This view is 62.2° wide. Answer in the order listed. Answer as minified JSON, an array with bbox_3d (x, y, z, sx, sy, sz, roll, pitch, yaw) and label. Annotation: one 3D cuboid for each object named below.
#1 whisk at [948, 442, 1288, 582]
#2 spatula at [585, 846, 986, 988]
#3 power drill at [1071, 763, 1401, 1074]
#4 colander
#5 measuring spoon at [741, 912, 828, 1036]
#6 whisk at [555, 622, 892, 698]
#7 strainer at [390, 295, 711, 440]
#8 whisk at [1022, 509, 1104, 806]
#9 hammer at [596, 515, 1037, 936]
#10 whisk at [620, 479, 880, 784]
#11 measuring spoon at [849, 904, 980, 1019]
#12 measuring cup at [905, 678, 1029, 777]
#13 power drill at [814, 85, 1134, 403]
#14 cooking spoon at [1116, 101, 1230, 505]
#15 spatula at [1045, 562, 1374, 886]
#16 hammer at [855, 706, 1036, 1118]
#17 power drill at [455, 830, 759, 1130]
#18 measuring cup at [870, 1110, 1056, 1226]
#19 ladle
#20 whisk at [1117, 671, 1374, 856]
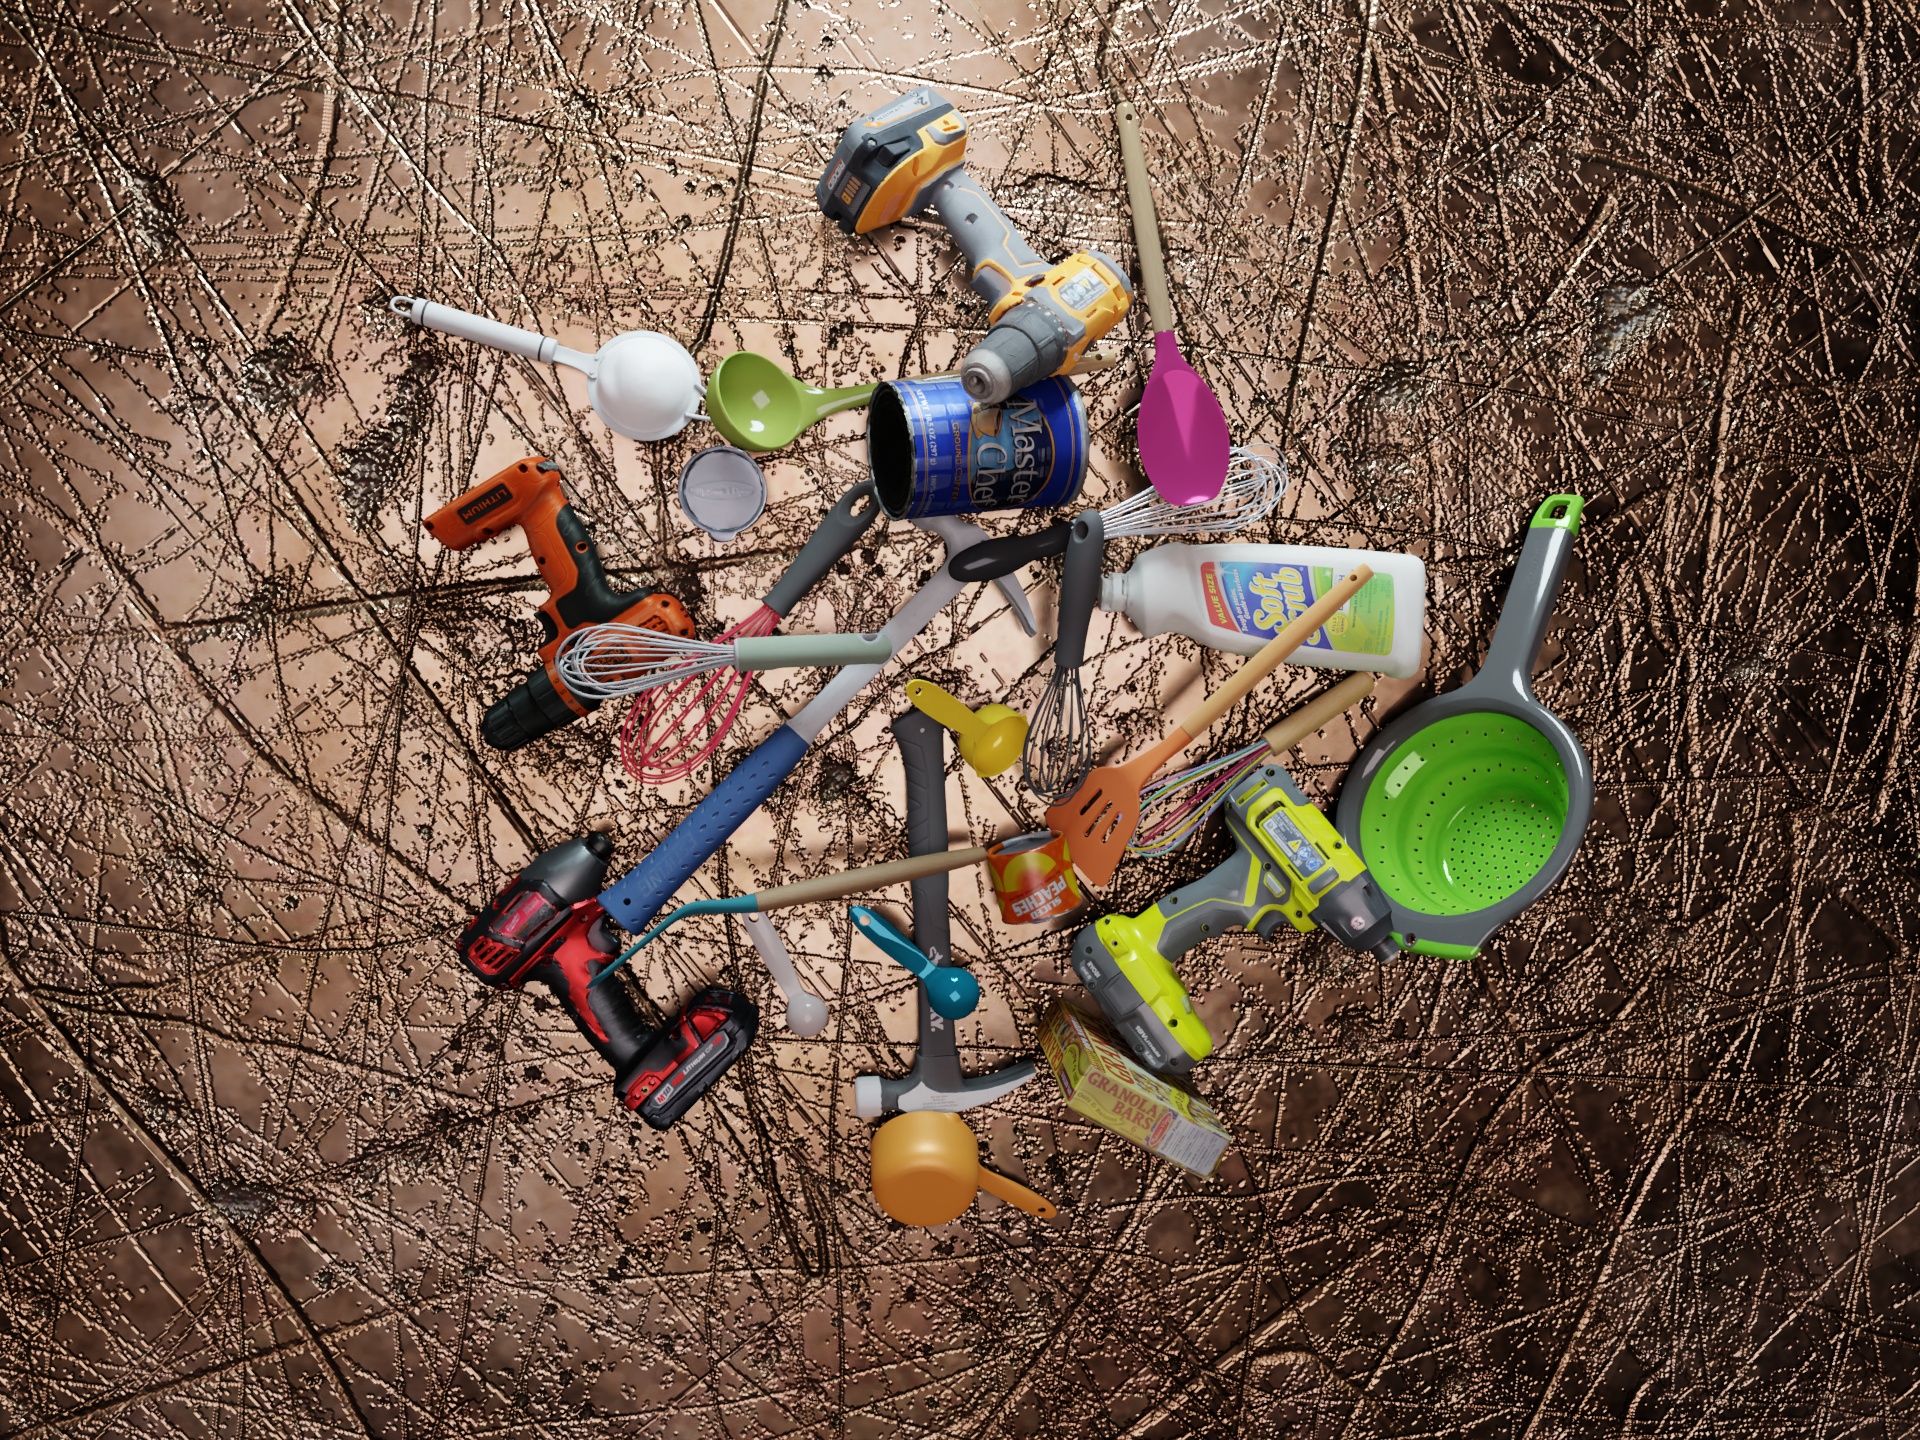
[{"bbox_3d":[0.124,-0.153,1.224,0.284,0.070,0.070,-18,98,-11],"label":"whisk"},{"bbox_3d":[-0.127,0.143,1.199,0.317,0.082,0.044,-11,79,-17],"label":"spatula"},{"bbox_3d":[0.213,0.166,1.233,0.223,0.080,0.171,-41,75,13],"label":"power drill"},{"bbox_3d":[0.439,0.011,1.270,0.094,0.205,0.397,33,74,-41],"label":"colander"},{"bbox_3d":[-0.144,0.200,1.272,0.034,0.018,0.124,-28,97,-2],"label":"measuring spoon"},{"bbox_3d":[-0.173,-0.047,1.173,0.246,0.058,0.059,-3,119,-9],"label":"whisk"},{"bbox_3d":[-0.303,-0.275,1.197,0.258,0.050,0.087,16,79,-4],"label":"strainer"},{"bbox_3d":[0.084,-0.045,1.214,0.055,0.055,0.238,4,112,-6],"label":"whisk"},{"bbox_3d":[-0.112,0.007,1.211,0.144,0.035,0.405,44,83,0],"label":"hammer"},{"bbox_3d":[-0.157,-0.071,1.225,0.073,0.073,0.296,40,85,-8],"label":"whisk"},{"bbox_3d":[-0.037,0.189,1.245,0.128,0.021,0.042,41,92,-8],"label":"measuring spoon"},{"bbox_3d":[-0.002,-0.004,1.215,0.062,0.029,0.156,-53,140,3],"label":"measuring cup"},{"bbox_3d":[0.001,-0.335,1.150,0.226,0.084,0.185,44,50,-1],"label":"power drill"},{"bbox_3d":[0.151,-0.319,1.212,0.068,0.017,0.319,-9,84,-2],"label":"cooking spoon"},{"bbox_3d":[0.196,-0.005,1.233,0.322,0.041,0.081,-43,61,8],"label":"spatula"},{"bbox_3d":[-0.018,0.151,1.272,0.146,0.035,0.335,-3,96,-5],"label":"hammer"},{"bbox_3d":[-0.266,0.197,1.234,0.219,0.078,0.143,44,90,-5],"label":"power drill"},{"bbox_3d":[0.007,0.381,1.280,0.173,0.052,0.095,30,115,-16],"label":"measuring cup"},{"bbox_3d":[-0.034,-0.260,1.217,0.320,0.062,0.078,-10,81,-7],"label":"ladle"},{"bbox_3d":[0.232,0.035,1.280,0.245,0.047,0.051,-33,97,-5],"label":"whisk"}]
